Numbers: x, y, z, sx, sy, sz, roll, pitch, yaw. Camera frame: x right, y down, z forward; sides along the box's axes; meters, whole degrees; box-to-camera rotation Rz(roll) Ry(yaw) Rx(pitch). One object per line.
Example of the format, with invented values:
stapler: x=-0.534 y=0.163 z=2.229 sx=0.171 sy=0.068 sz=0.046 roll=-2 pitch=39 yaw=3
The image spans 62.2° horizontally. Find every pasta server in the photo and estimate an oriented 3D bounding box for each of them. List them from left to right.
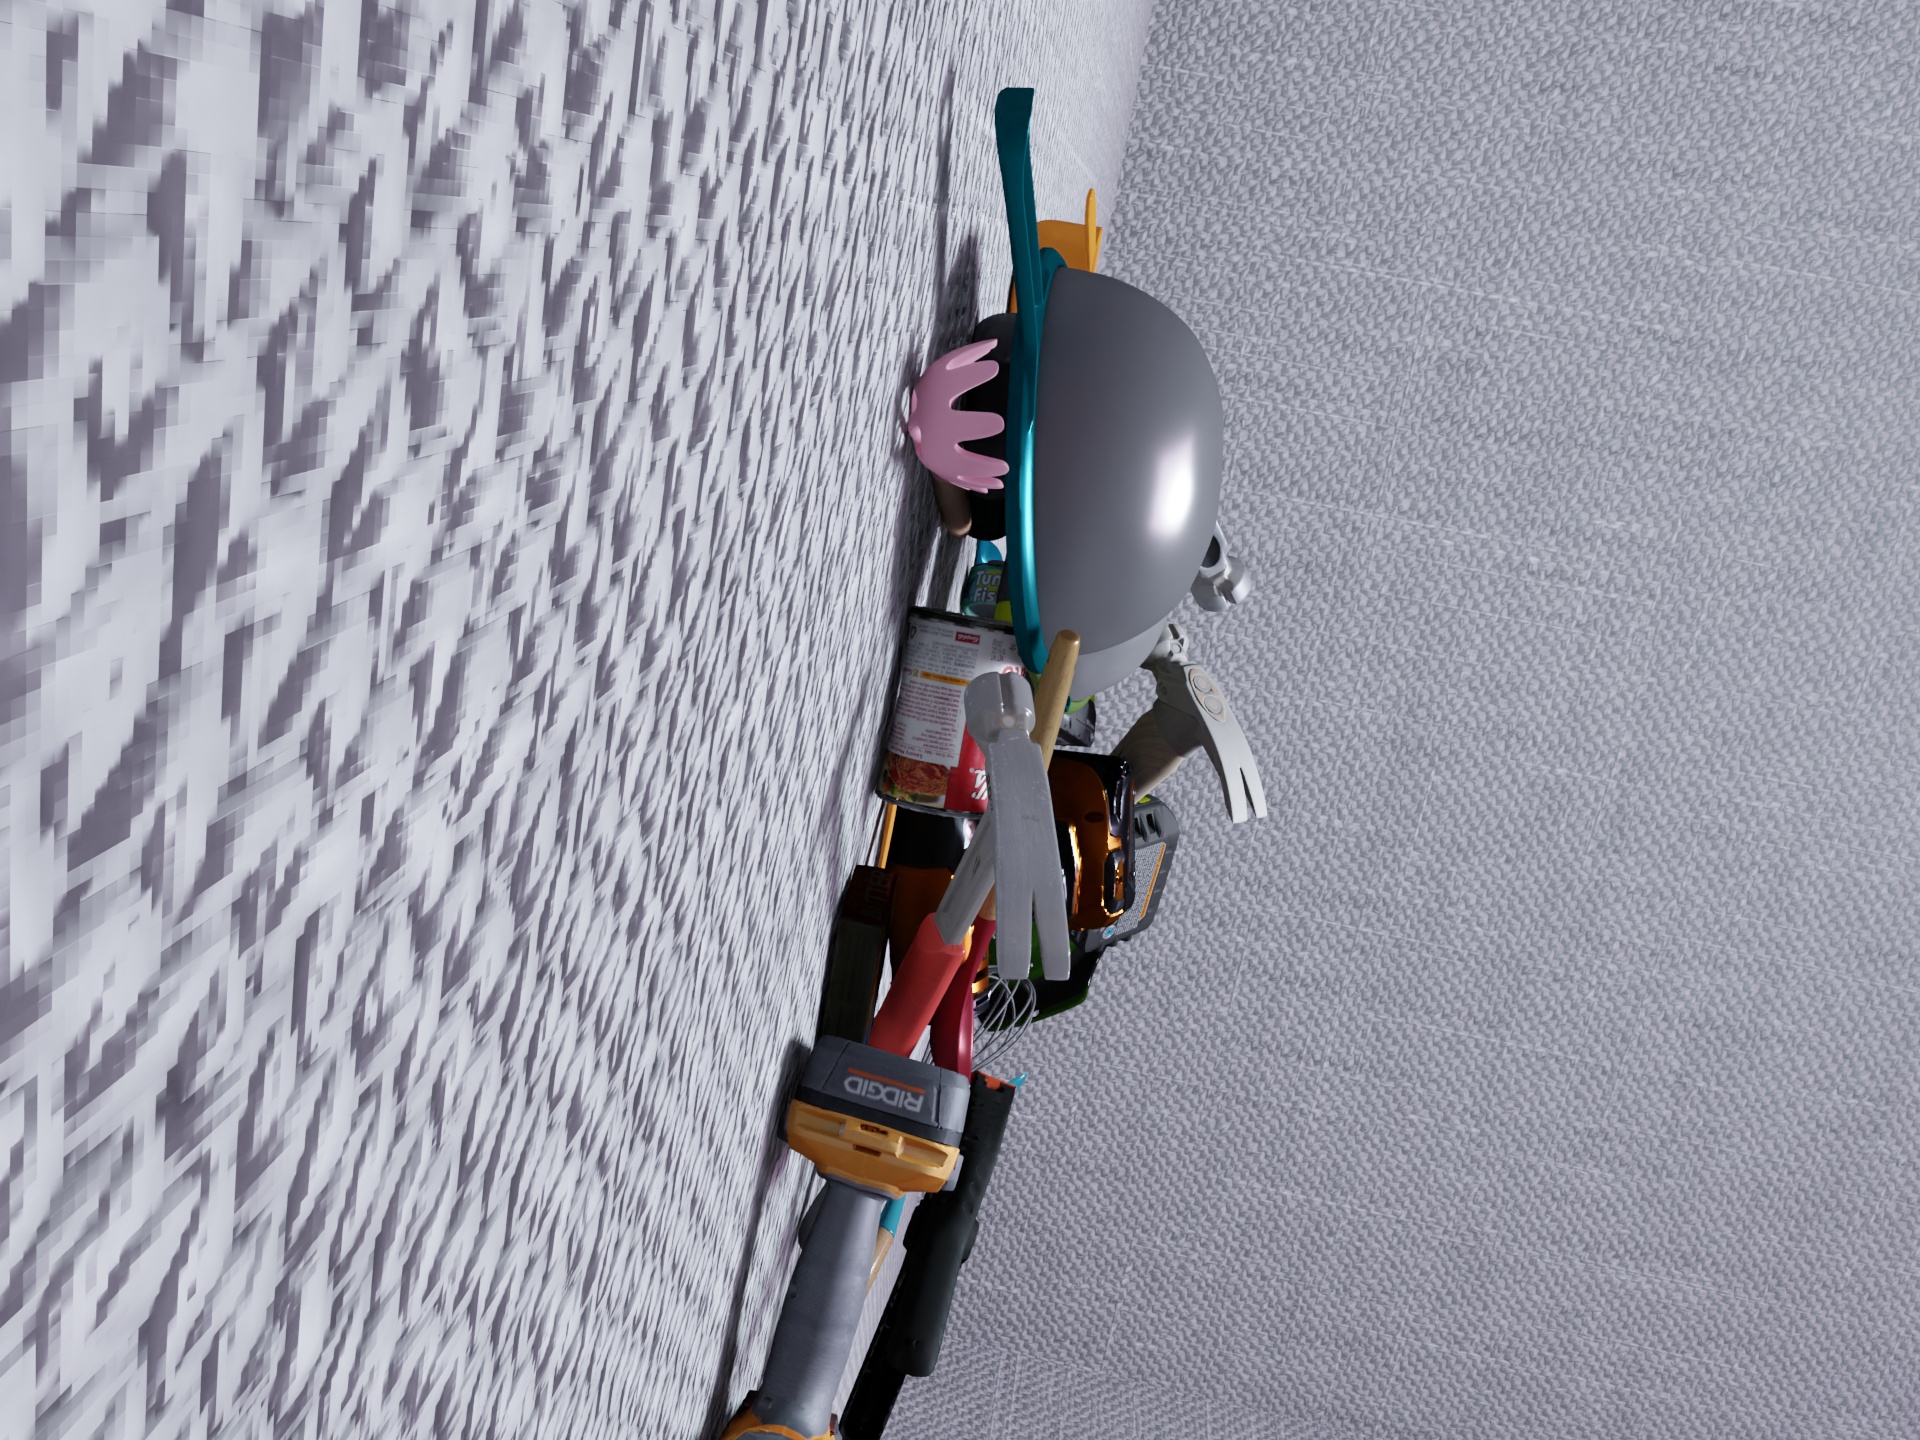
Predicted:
pasta server: x=0.002 y=-0.120 z=0.784 sx=0.316 sy=0.040 sz=0.060 roll=52 pitch=33 yaw=-87

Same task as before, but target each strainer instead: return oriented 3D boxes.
strainer: x=0.075 y=-0.155 z=0.737 sx=0.340 sy=0.095 sz=0.211 roll=75 pitch=20 yaw=-63
strainer: x=0.112 y=-0.086 z=1.015 sx=0.256 sy=0.069 sz=0.151 roll=-18 pitch=108 yaw=-64

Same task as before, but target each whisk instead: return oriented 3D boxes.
whisk: x=-0.024 y=0.237 z=0.989 sx=0.239 sy=0.055 sz=0.055 roll=-47 pitch=157 yaw=-37

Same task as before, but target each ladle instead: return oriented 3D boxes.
ladle: x=0.021 y=0.083 z=0.836 sx=0.069 sy=0.031 sz=0.315 roll=-81 pitch=-176 yaw=-53

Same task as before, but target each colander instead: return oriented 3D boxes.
colander: x=0.031 y=0.085 z=1.481 sx=0.094 sy=0.204 sz=0.398 roll=43 pitch=32 yaw=-45

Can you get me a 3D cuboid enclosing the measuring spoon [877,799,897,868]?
measuring spoon: x=-0.046 y=0.066 z=0.897 sx=0.021 sy=0.011 sz=0.117 roll=95 pitch=4 yaw=-52

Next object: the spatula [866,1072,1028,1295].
spatula: x=-0.047 y=0.331 z=0.945 sx=0.318 sy=0.044 sz=0.082 roll=-55 pitch=174 yaw=-46

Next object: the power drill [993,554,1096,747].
power drill: x=0.059 y=-0.101 z=1.085 sx=0.190 sy=0.080 sz=0.228 roll=28 pitch=67 yaw=-71

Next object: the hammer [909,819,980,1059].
hammer: x=-0.030 y=0.214 z=1.086 sx=0.144 sy=0.035 sz=0.406 roll=92 pitch=16 yaw=-72

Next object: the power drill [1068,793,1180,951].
power drill: x=0.070 y=0.068 z=1.299 sx=0.080 sy=0.223 sz=0.171 roll=-14 pitch=130 yaw=-35

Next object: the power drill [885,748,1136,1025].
power drill: x=0.031 y=0.083 z=1.022 sx=0.226 sy=0.084 sz=0.164 roll=-19 pitch=111 yaw=-55

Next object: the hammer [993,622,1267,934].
hammer: x=0.080 y=0.101 z=1.196 sx=0.410 sy=0.038 sz=0.146 roll=-51 pitch=-124 yaw=48

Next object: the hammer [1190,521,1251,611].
hammer: x=0.106 y=-0.234 z=1.122 sx=0.143 sy=0.038 sz=0.387 roll=55 pitch=11 yaw=-39

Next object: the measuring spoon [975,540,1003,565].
measuring spoon: x=0.026 y=-0.142 z=1.214 sx=0.128 sy=0.021 sz=0.042 roll=98 pitch=5 yaw=-60

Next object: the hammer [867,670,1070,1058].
hammer: x=-0.015 y=0.134 z=0.819 sx=0.358 sy=0.036 sz=0.149 roll=113 pitch=-24 yaw=-53

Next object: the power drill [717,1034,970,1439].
power drill: x=-0.062 y=0.272 z=0.752 sx=0.185 sy=0.084 sz=0.226 roll=97 pitch=10 yaw=-75

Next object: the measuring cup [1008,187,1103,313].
measuring cup: x=0.060 y=-0.301 z=1.032 sx=0.173 sy=0.052 sz=0.095 roll=74 pitch=27 yaw=-78
